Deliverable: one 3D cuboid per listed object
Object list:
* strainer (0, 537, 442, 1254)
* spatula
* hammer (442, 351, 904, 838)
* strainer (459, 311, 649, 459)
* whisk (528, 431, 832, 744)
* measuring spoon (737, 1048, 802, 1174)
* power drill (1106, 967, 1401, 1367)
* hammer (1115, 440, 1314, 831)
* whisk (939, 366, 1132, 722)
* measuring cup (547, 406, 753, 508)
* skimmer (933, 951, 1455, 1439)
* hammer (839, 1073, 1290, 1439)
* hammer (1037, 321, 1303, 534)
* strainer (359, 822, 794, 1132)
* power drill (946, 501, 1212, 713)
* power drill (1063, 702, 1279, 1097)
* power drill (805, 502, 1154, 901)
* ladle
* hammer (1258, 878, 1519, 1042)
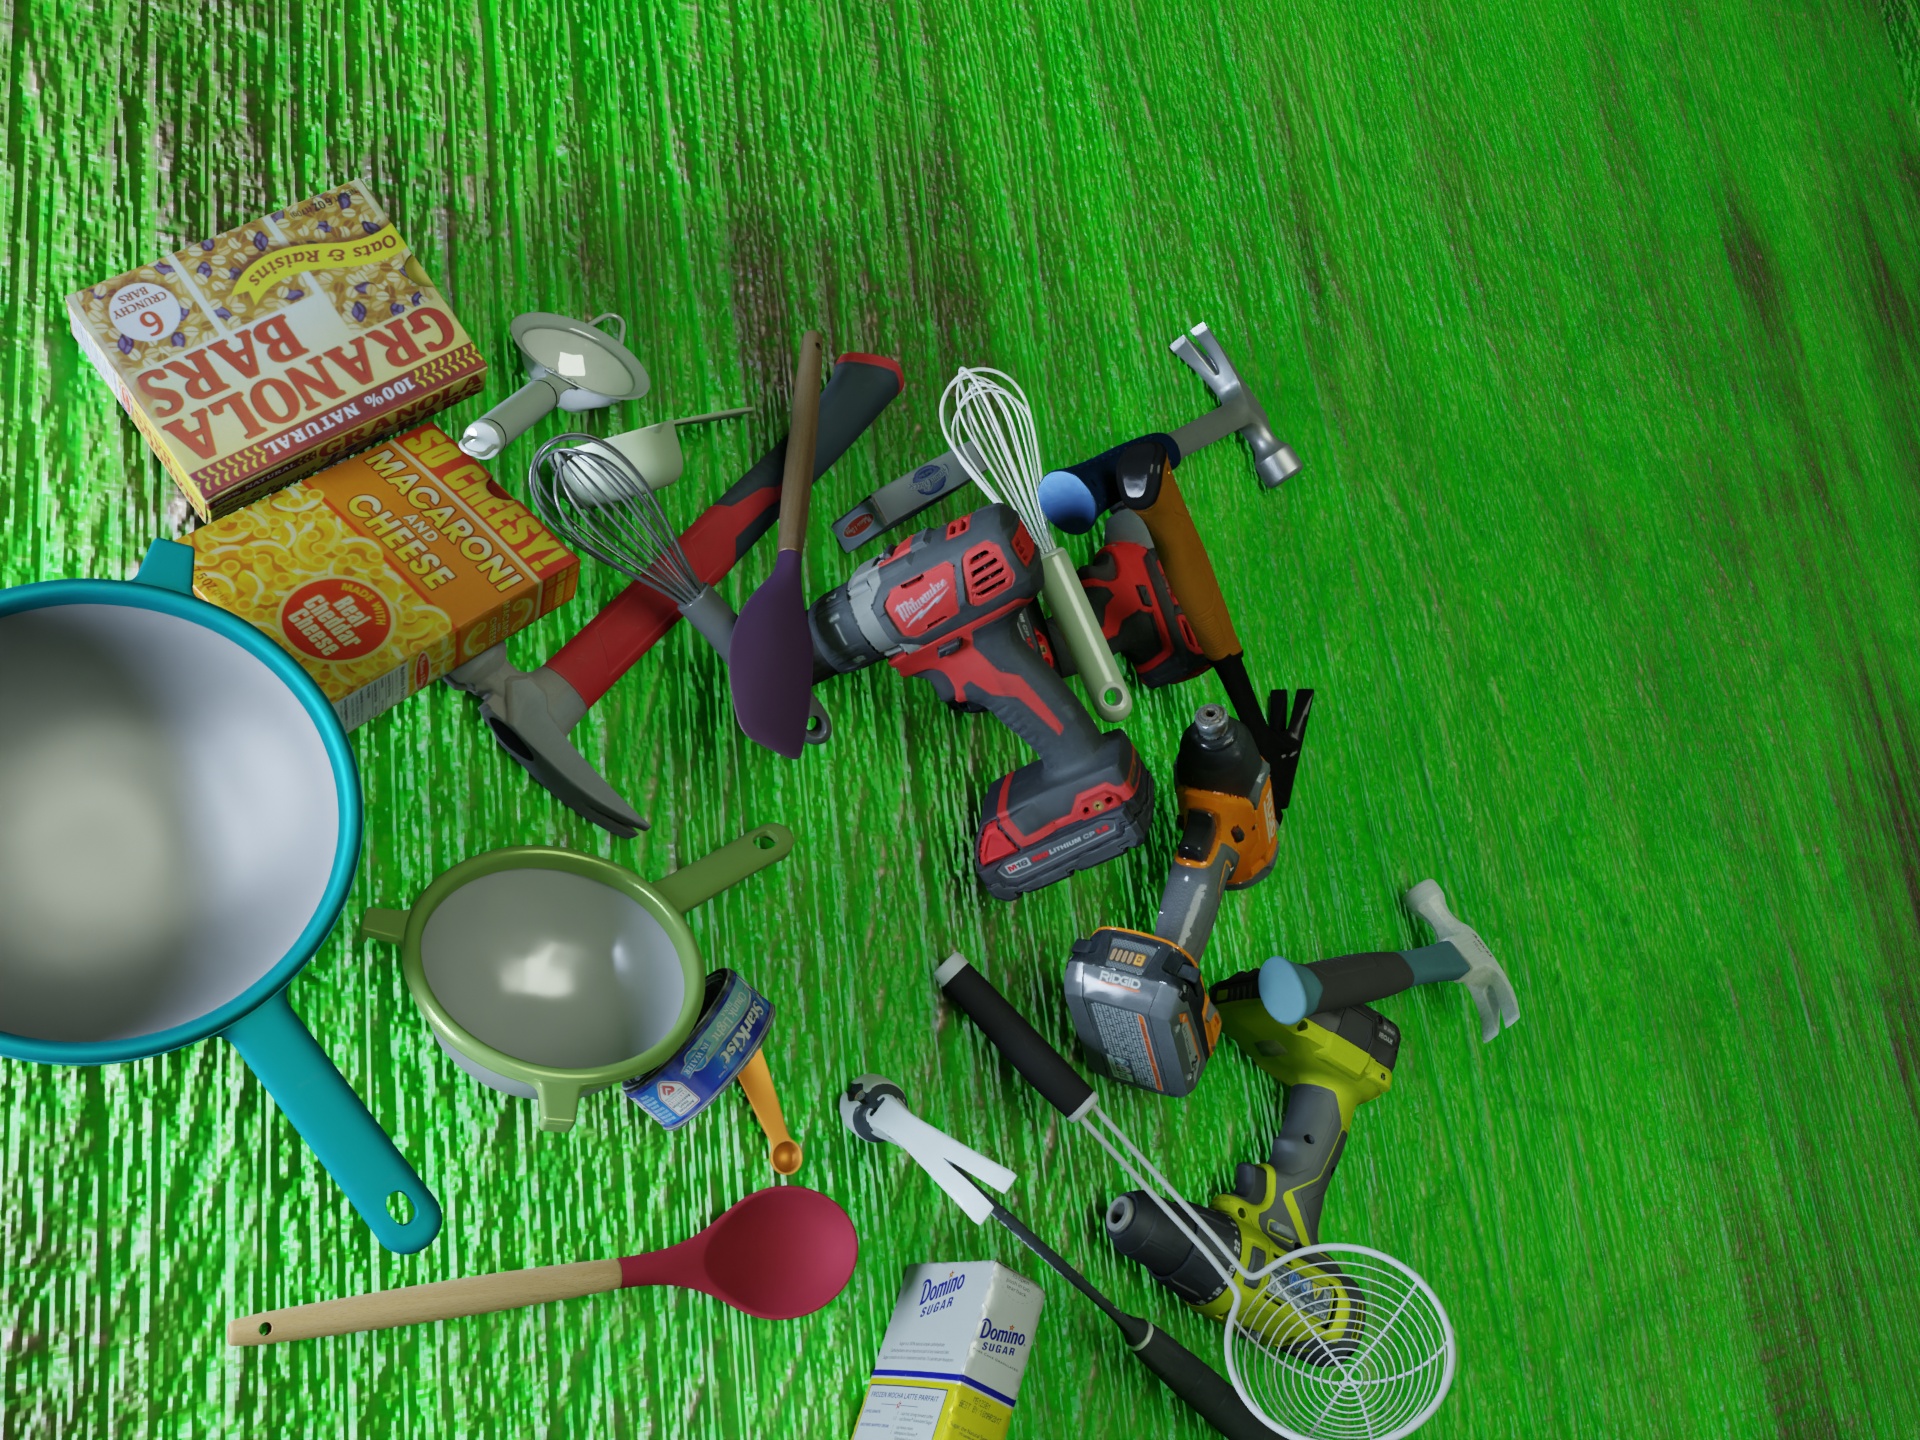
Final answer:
[{"bbox_3d":[-0.351,0.102,0.720,0.211,0.095,0.340,-39,99,-35],"label":"strainer"},{"bbox_3d":[-0.102,-0.119,0.950,0.059,0.018,0.316,31,48,-36],"label":"spatula"},{"bbox_3d":[-0.136,-0.101,0.977,0.143,0.038,0.386,47,53,-13],"label":"hammer"},{"bbox_3d":[-0.232,-0.181,0.883,0.087,0.050,0.259,29,22,-9],"label":"strainer"},{"bbox_3d":[-0.152,-0.067,0.897,0.238,0.055,0.055,48,52,-26],"label":"whisk"},{"bbox_3d":[-0.119,0.201,0.897,0.021,0.011,0.117,-18,80,-38],"label":"measuring spoon"},{"bbox_3d":[0.196,0.282,1.043,0.190,0.080,0.229,32,60,-21],"label":"power drill"},{"bbox_3d":[0.176,-0.066,1.081,0.336,0.034,0.127,57,44,-44],"label":"hammer"},{"bbox_3d":[0.052,-0.111,1.011,0.058,0.059,0.246,-25,93,-7],"label":"whisk"},{"bbox_3d":[-0.176,-0.161,0.963,0.167,0.083,0.038,-30,109,-53],"label":"measuring cup"},{"bbox_3d":[0.124,0.264,0.928,0.363,0.090,0.127,45,62,9],"label":"skimmer"},{"bbox_3d":[0.098,0.351,0.930,0.408,0.149,0.036,46,74,-21],"label":"hammer"},{"bbox_3d":[0.147,-0.199,1.131,0.144,0.035,0.405,57,32,-1],"label":"hammer"},{"bbox_3d":[-0.183,0.123,0.850,0.151,0.069,0.256,40,35,16],"label":"strainer"},{"bbox_3d":[0.078,-0.085,1.098,0.219,0.078,0.143,-11,80,-40],"label":"power drill"},{"bbox_3d":[0.144,0.107,1.028,0.227,0.084,0.164,-61,150,-33],"label":"power drill"},{"bbox_3d":[-0.002,-0.003,0.972,0.226,0.188,0.080,58,20,-19],"label":"power drill"},{"bbox_3d":[-0.197,0.284,0.801,0.315,0.031,0.069,3,69,-32],"label":"ladle"},{"bbox_3d":[0.294,0.172,1.093,0.330,0.033,0.128,4,45,-52],"label":"hammer"}]
